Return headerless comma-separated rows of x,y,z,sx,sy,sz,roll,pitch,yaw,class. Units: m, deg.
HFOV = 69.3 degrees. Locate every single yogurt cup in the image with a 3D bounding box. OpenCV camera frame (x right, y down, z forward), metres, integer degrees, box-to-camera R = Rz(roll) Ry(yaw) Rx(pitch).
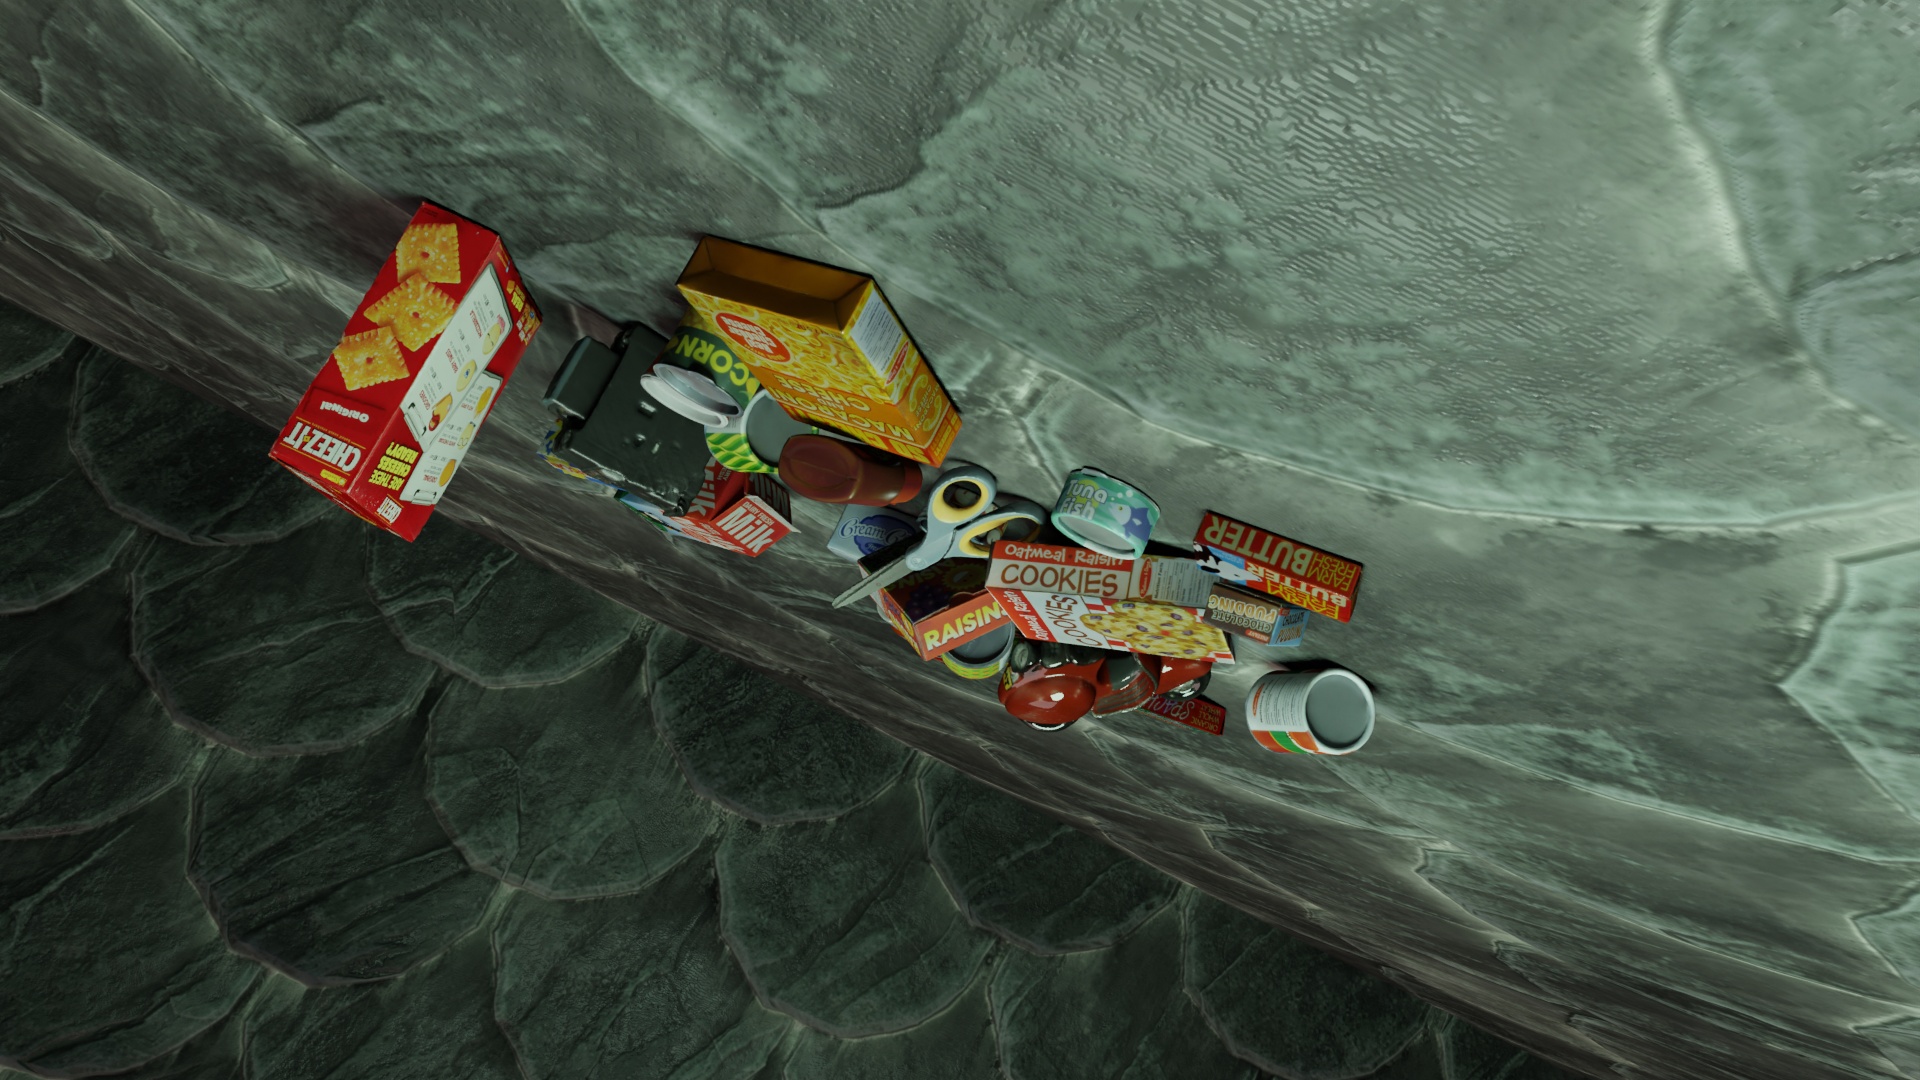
-0.185,-0.119,0.989,0.072,0.054,0.072,24,166,7,yogurt cup

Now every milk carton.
-0.236,-0.040,1.328,0.190,0.073,0.072,14,161,39,milk carton

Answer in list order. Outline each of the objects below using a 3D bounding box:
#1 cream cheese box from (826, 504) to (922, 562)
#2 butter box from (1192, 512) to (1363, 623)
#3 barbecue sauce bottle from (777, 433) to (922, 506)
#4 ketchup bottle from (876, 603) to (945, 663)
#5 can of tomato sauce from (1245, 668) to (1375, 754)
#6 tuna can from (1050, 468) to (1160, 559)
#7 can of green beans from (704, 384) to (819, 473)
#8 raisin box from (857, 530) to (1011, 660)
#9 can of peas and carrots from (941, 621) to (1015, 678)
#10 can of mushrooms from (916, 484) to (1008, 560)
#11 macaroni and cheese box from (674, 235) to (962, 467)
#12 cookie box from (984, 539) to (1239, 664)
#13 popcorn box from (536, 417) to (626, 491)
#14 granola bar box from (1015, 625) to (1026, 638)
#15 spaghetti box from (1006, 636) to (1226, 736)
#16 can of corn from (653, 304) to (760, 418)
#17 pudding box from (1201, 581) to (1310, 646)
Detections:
-0.061,0.002,1.213,0.104,0.053,0.024,20,166,22,cream cheese box
0.199,0.017,0.871,0.103,0.024,0.053,21,166,20,butter box
-0.069,-0.047,0.980,0.065,0.043,0.148,18,-175,19,barbecue sauce bottle
-0.034,0.073,1.252,0.065,0.043,0.148,19,169,22,ketchup bottle
0.272,0.133,1.077,0.071,0.071,0.083,29,165,-13,can of tomato sauce
0.094,-0.017,0.913,0.071,0.033,0.071,24,166,6,tuna can
-0.147,-0.083,1.030,0.071,0.071,0.058,36,162,-34,can of green beans
-0.019,0.038,1.116,0.124,0.086,0.040,44,153,55,raisin box
0.010,0.080,1.177,0.071,0.071,0.058,24,166,8,can of peas and carrots
0.004,-0.014,1.084,0.071,0.033,0.071,24,165,7,can of mushrooms
-0.081,-0.114,0.856,0.124,0.040,0.166,20,164,26,macaroni and cheese box
0.114,0.045,1.021,0.167,0.040,0.122,6,160,20,cookie box
-0.310,-0.094,1.237,0.127,0.085,0.038,15,161,39,popcorn box
0.025,0.047,1.257,0.124,0.039,0.165,32,165,-25,granola bar box
0.147,0.138,1.304,0.250,0.029,0.050,22,170,-32,spaghetti box
-0.160,-0.123,0.920,0.071,0.058,0.071,24,166,7,can of corn
0.198,0.049,0.926,0.050,0.030,0.084,19,-175,26,pudding box
